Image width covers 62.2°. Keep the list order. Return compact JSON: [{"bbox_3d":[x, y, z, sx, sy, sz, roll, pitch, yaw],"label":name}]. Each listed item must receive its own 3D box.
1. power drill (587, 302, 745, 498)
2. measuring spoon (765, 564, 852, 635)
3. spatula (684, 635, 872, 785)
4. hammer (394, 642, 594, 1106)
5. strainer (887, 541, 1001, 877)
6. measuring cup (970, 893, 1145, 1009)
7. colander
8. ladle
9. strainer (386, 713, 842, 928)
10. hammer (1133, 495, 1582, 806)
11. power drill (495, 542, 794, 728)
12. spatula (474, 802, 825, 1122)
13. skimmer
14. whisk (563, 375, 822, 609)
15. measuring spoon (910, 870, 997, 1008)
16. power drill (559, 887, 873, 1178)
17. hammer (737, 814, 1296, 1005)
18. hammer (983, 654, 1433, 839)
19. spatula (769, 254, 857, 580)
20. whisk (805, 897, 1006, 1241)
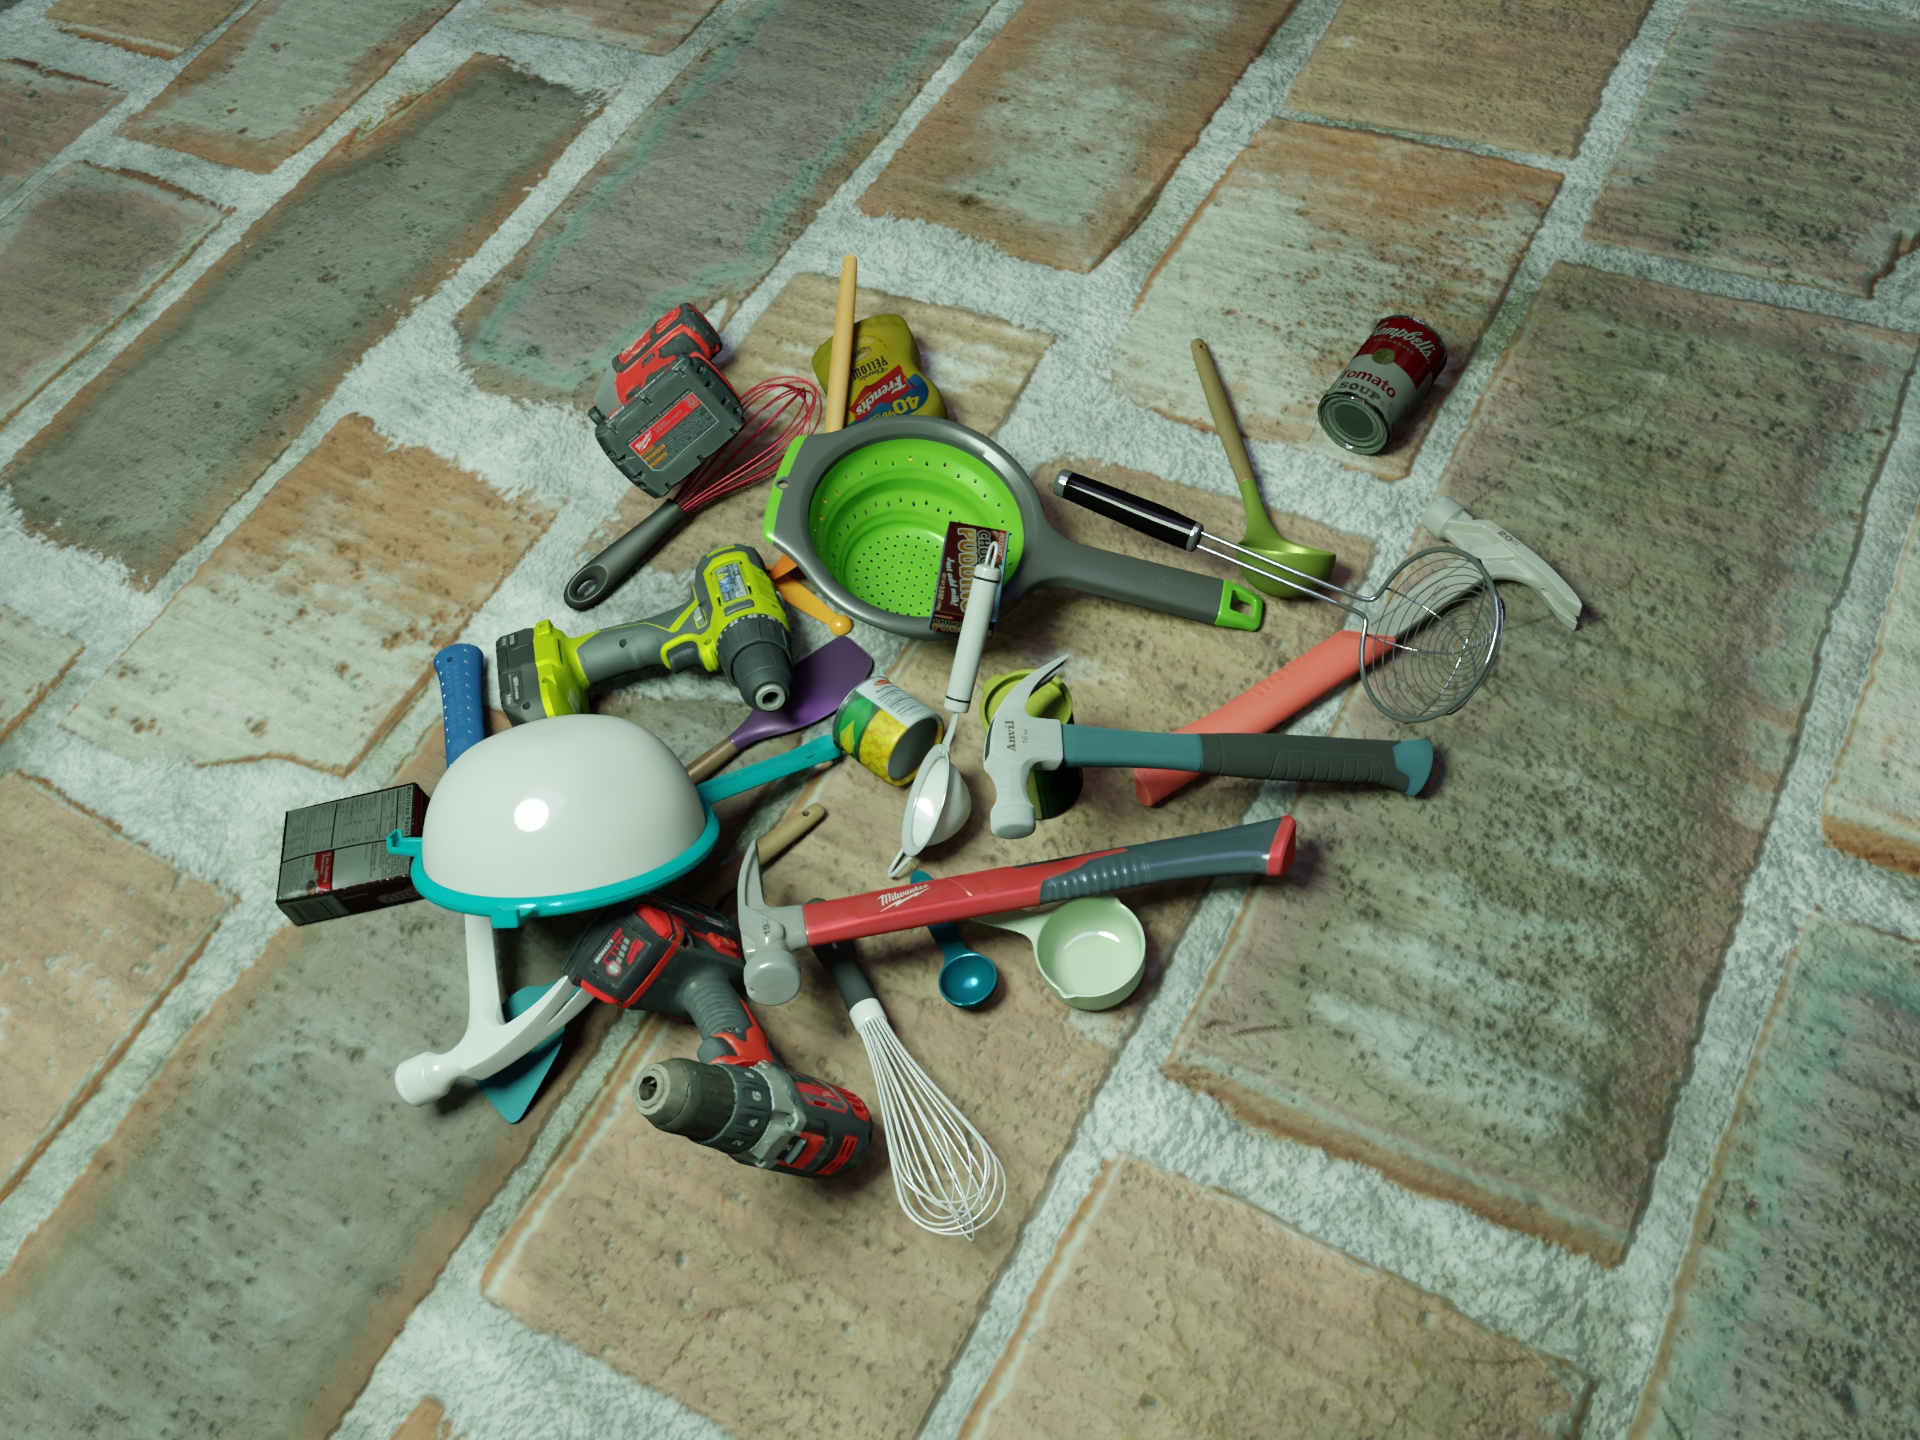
[{"bbox_3d":[-0.271,-0.288,1.418,0.143,0.078,0.220,-38,31,7],"label":"power drill"},{"bbox_3d":[-0.135,-0.105,1.341,0.117,0.011,0.021,35,69,29],"label":"measuring spoon"},{"bbox_3d":[-0.199,0.036,1.255,0.316,0.018,0.060,-38,58,-15],"label":"spatula"},{"bbox_3d":[-0.369,0.090,1.219,0.144,0.035,0.406,-26,49,7],"label":"hammer"},{"bbox_3d":[-0.002,-0.004,1.161,0.050,0.258,0.087,10,11,-16],"label":"strainer"},{"bbox_3d":[0.051,0.151,1.116,0.168,0.038,0.083,16,61,23],"label":"measuring cup"},{"bbox_3d":[0.041,-0.117,1.280,0.397,0.094,0.205,14,62,-1],"label":"colander"},{"bbox_3d":[0.237,-0.223,1.322,0.078,0.062,0.321,2,50,-15],"label":"ladle"},{"bbox_3d":[-0.228,0.032,1.137,0.340,0.095,0.211,-20,25,-36],"label":"strainer"},{"bbox_3d":[0.284,-0.037,1.197,0.359,0.036,0.149,-32,56,-11],"label":"hammer"},{"bbox_3d":[-0.243,-0.043,1.263,0.228,0.080,0.191,-21,40,-3],"label":"power drill"},{"bbox_3d":[-0.225,0.162,1.173,0.317,0.044,0.082,-37,56,-19],"label":"spatula"},{"bbox_3d":[0.219,-0.114,1.166,0.363,0.090,0.127,26,104,20],"label":"skimmer"},{"bbox_3d":[-0.236,-0.201,1.402,0.296,0.073,0.073,-44,59,-12],"label":"whisk"},{"bbox_3d":[-0.008,0.158,1.139,0.042,0.021,0.129,-24,46,-5],"label":"measuring spoon"},{"bbox_3d":[-0.173,0.201,1.028,0.080,0.187,0.227,-52,50,5],"label":"power drill"},{"bbox_3d":[0.040,0.105,1.101,0.386,0.038,0.143,-10,34,-4],"label":"hammer"},{"bbox_3d":[0.177,0.025,1.105,0.331,0.033,0.128,3,63,-14],"label":"hammer"},{"bbox_3d":[-0.116,-0.271,1.384,0.081,0.041,0.323,-22,58,51],"label":"spatula"},{"bbox_3d":[-0.050,0.227,1.077,0.070,0.070,0.285,-26,50,-7],"label":"whisk"}]
